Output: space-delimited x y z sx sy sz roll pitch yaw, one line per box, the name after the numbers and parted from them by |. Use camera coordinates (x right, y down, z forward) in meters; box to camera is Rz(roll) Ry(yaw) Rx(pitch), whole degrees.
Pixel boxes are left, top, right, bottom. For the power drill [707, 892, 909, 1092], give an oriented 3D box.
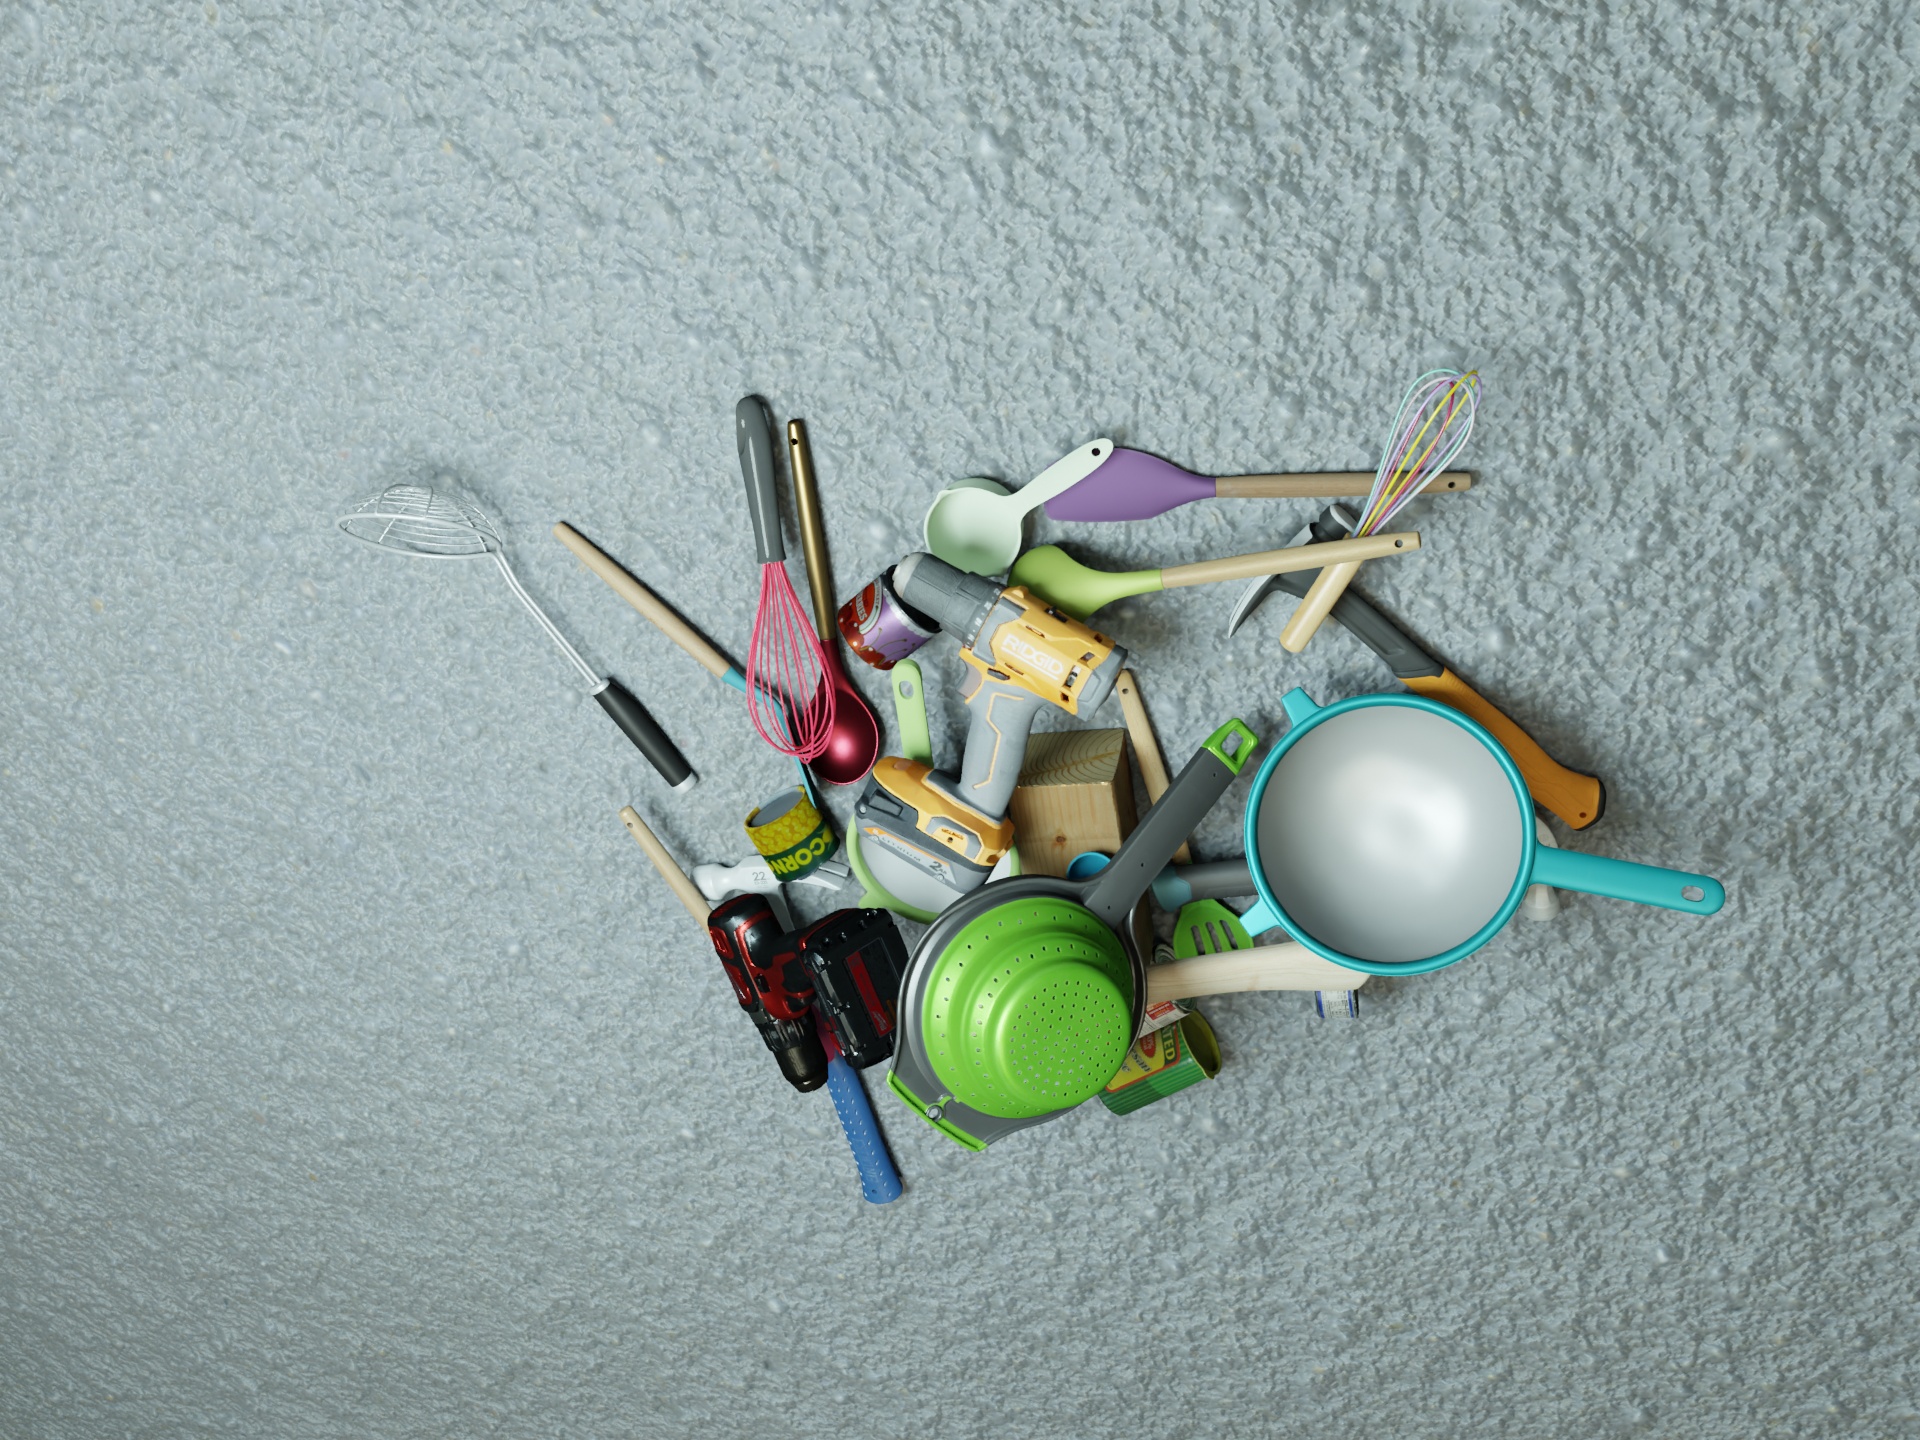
-0.121 0.240 1.353 0.227 0.080 0.188 -7 108 55 | power drill

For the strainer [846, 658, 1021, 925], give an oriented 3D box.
-0.024 0.053 1.337 0.151 0.069 0.256 0 120 15 | strainer

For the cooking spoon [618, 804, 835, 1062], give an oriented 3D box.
-0.214 0.203 1.449 0.069 0.017 0.318 -25 112 22 | cooking spoon

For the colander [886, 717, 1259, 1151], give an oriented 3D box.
0.113 0.162 1.205 0.204 0.094 0.397 42 83 -20 | colander

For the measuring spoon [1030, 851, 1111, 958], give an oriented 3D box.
0.085 0.158 1.286 0.042 0.021 0.128 33 108 4 | measuring spoon

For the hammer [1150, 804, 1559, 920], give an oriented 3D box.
0.322 0.121 1.311 0.331 0.033 0.128 -7 116 9 | hammer

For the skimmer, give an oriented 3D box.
-0.363 -0.055 1.337 0.127 0.090 0.363 -9 125 53 | skimmer

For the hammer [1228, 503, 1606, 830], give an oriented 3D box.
0.368 -0.019 1.239 0.336 0.034 0.127 38 118 -10 | hammer

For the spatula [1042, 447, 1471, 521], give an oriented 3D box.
0.217 -0.177 1.191 0.316 0.018 0.059 1 117 12 | spatula

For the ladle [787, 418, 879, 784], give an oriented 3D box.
-0.114 -0.092 1.302 0.069 0.031 0.315 -1 116 10 | ladle

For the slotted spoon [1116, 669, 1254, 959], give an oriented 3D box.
0.183 0.096 1.346 0.070 0.031 0.313 -13 113 18 | slotted spoon

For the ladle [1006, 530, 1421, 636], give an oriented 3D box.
0.180 -0.111 1.184 0.320 0.062 0.078 -7 97 24 | ladle

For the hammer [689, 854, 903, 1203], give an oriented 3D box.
-0.125 0.300 1.516 0.144 0.035 0.405 -9 116 16 | hammer

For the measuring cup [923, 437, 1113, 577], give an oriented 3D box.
0.048 -0.173 1.219 0.167 0.038 0.083 -31 109 23 | measuring cup

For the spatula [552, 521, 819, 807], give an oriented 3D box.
-0.224 -0.049 1.334 0.317 0.082 0.044 42 92 -7 | spatula

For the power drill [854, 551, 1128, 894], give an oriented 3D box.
-0.002 -0.004 1.214 0.185 0.084 0.226 30 111 5 | power drill

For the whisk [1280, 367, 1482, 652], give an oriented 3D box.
0.296 -0.147 1.142 0.051 0.047 0.244 25 122 -5 | whisk

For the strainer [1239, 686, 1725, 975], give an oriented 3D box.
0.390 0.098 1.208 0.340 0.095 0.211 11 90 15 | strainer

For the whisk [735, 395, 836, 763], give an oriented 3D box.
-0.147 -0.107 1.261 0.073 0.073 0.295 -4 104 14 | whisk

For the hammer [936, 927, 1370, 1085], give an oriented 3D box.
0.131 0.216 1.312 0.410 0.038 0.146 -14 113 19 | hammer
